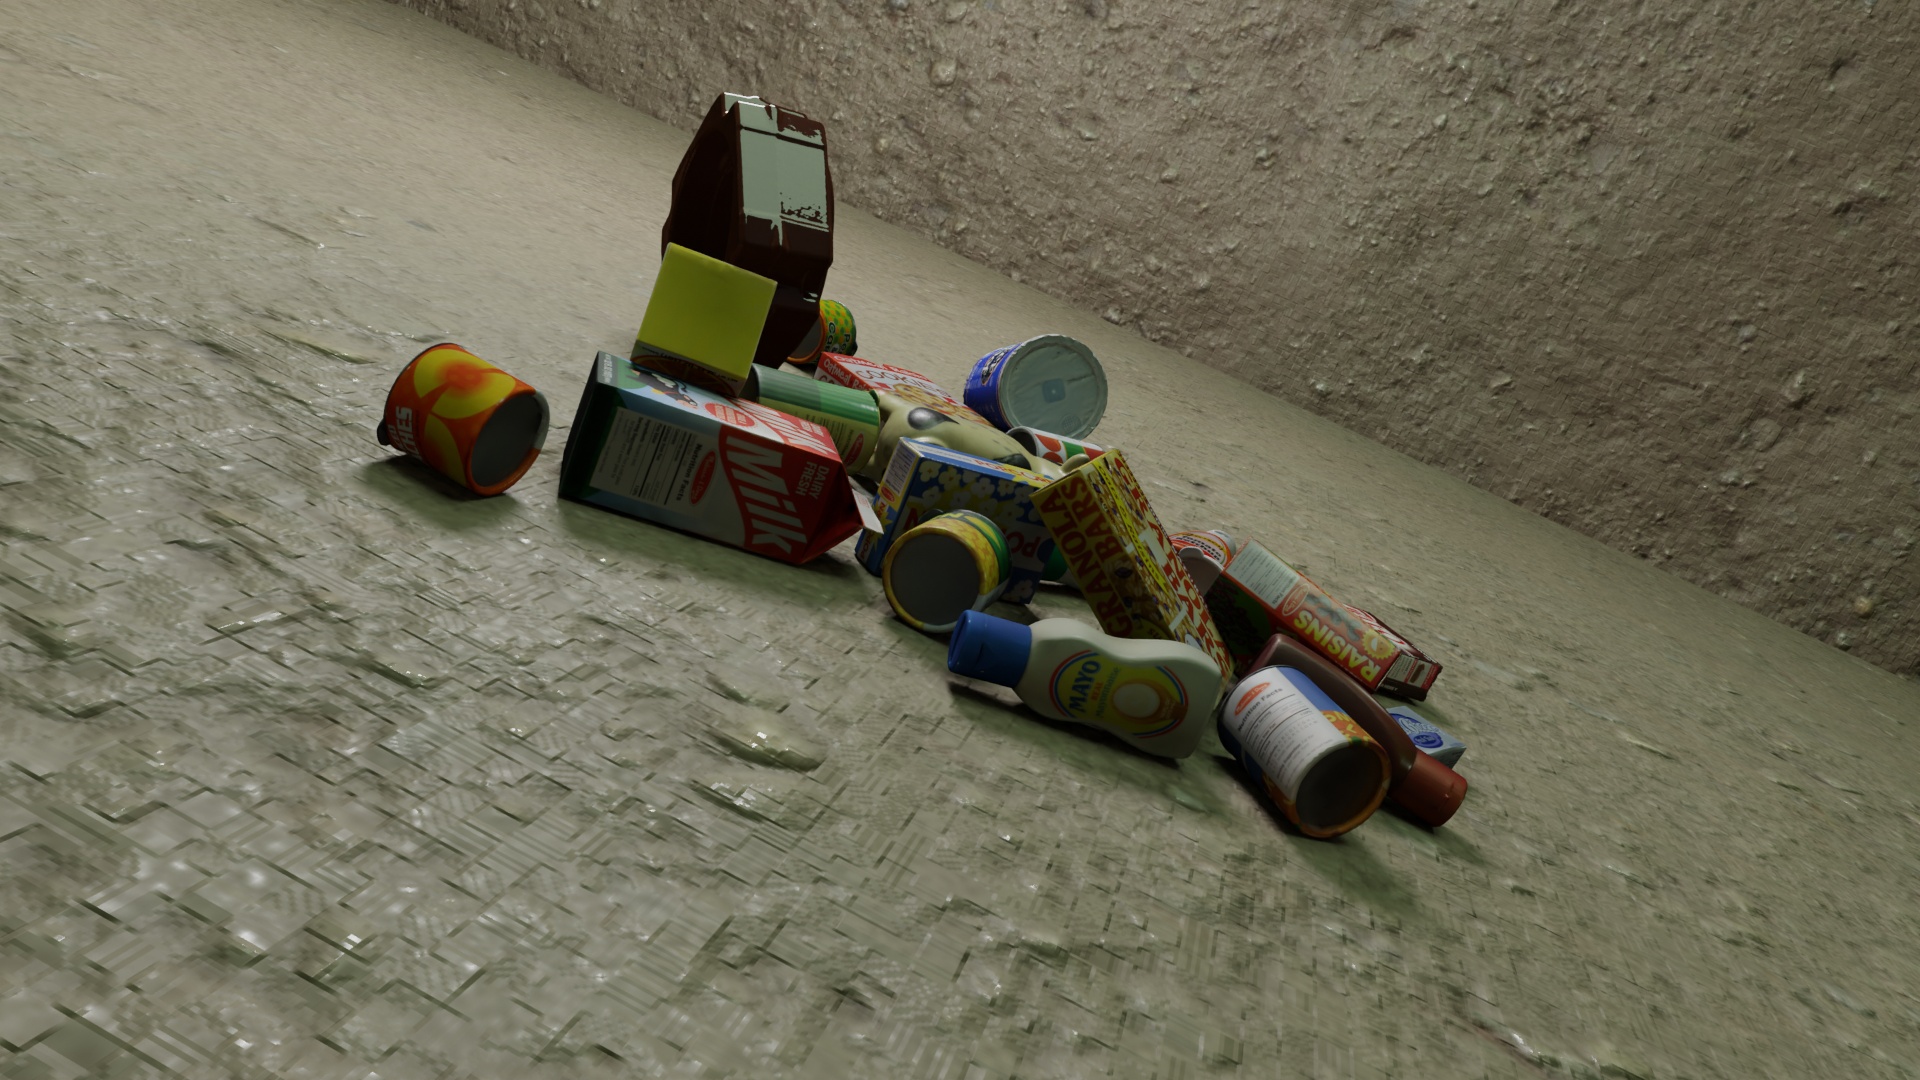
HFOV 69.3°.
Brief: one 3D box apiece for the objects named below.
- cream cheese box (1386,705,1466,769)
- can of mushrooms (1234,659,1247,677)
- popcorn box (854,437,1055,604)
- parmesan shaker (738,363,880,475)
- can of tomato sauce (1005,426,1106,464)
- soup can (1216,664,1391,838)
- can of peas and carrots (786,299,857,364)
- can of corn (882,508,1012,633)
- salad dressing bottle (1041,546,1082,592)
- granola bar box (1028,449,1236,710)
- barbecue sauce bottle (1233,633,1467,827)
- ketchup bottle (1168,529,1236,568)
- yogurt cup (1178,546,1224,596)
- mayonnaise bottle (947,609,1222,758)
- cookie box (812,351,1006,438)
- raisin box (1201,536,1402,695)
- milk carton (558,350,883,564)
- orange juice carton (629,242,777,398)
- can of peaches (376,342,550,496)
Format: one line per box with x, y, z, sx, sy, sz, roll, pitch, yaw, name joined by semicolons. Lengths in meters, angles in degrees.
0.304;0.140;0.958;0.053;0.024;0.104;34;19;34;cream cheese box
0.230;0.089;1.003;0.071;0.033;0.071;22;16;-7;can of mushrooms
0.003;-0.012;0.917;0.127;0.085;0.038;13;18;-32;popcorn box
-0.119;-0.092;1.030;0.103;0.071;0.071;12;20;-36;parmesan shaker
0.079;-0.058;1.211;0.083;0.071;0.071;11;20;-37;can of tomato sauce
0.198;0.122;0.799;0.071;0.071;0.084;16;18;-25;soup can
-0.144;-0.204;1.368;0.071;0.070;0.059;30;18;22;can of peas and carrots
-0.009;0.016;0.842;0.071;0.071;0.058;27;16;11;can of corn
0.095;0.016;1.028;0.148;0.043;0.064;9;33;-40;salad dressing bottle
0.113;0.026;0.874;0.165;0.039;0.124;61;19;0;granola bar box
0.243;0.123;0.868;0.148;0.064;0.044;34;9;4;barbecue sauce bottle
0.201;0.018;1.175;0.065;0.043;0.149;28;16;16;ketchup bottle
0.176;0.045;1.019;0.072;0.072;0.054;32;10;29;yogurt cup
0.068;0.075;0.777;0.148;0.064;0.041;16;14;-11;mayonnaise bottle
-0.043;-0.116;1.268;0.123;0.040;0.168;8;22;-42;cookie box
0.220;0.063;0.927;0.123;0.040;0.085;39;-25;11;raisin box
-0.139;-0.044;0.845;0.191;0.073;0.072;18;16;-19;milk carton
-0.185;-0.117;0.931;0.072;0.073;0.192;19;-20;-14;orange juice carton
-0.267;-0.063;0.750;0.058;0.071;0.071;28;16;13;can of peaches
